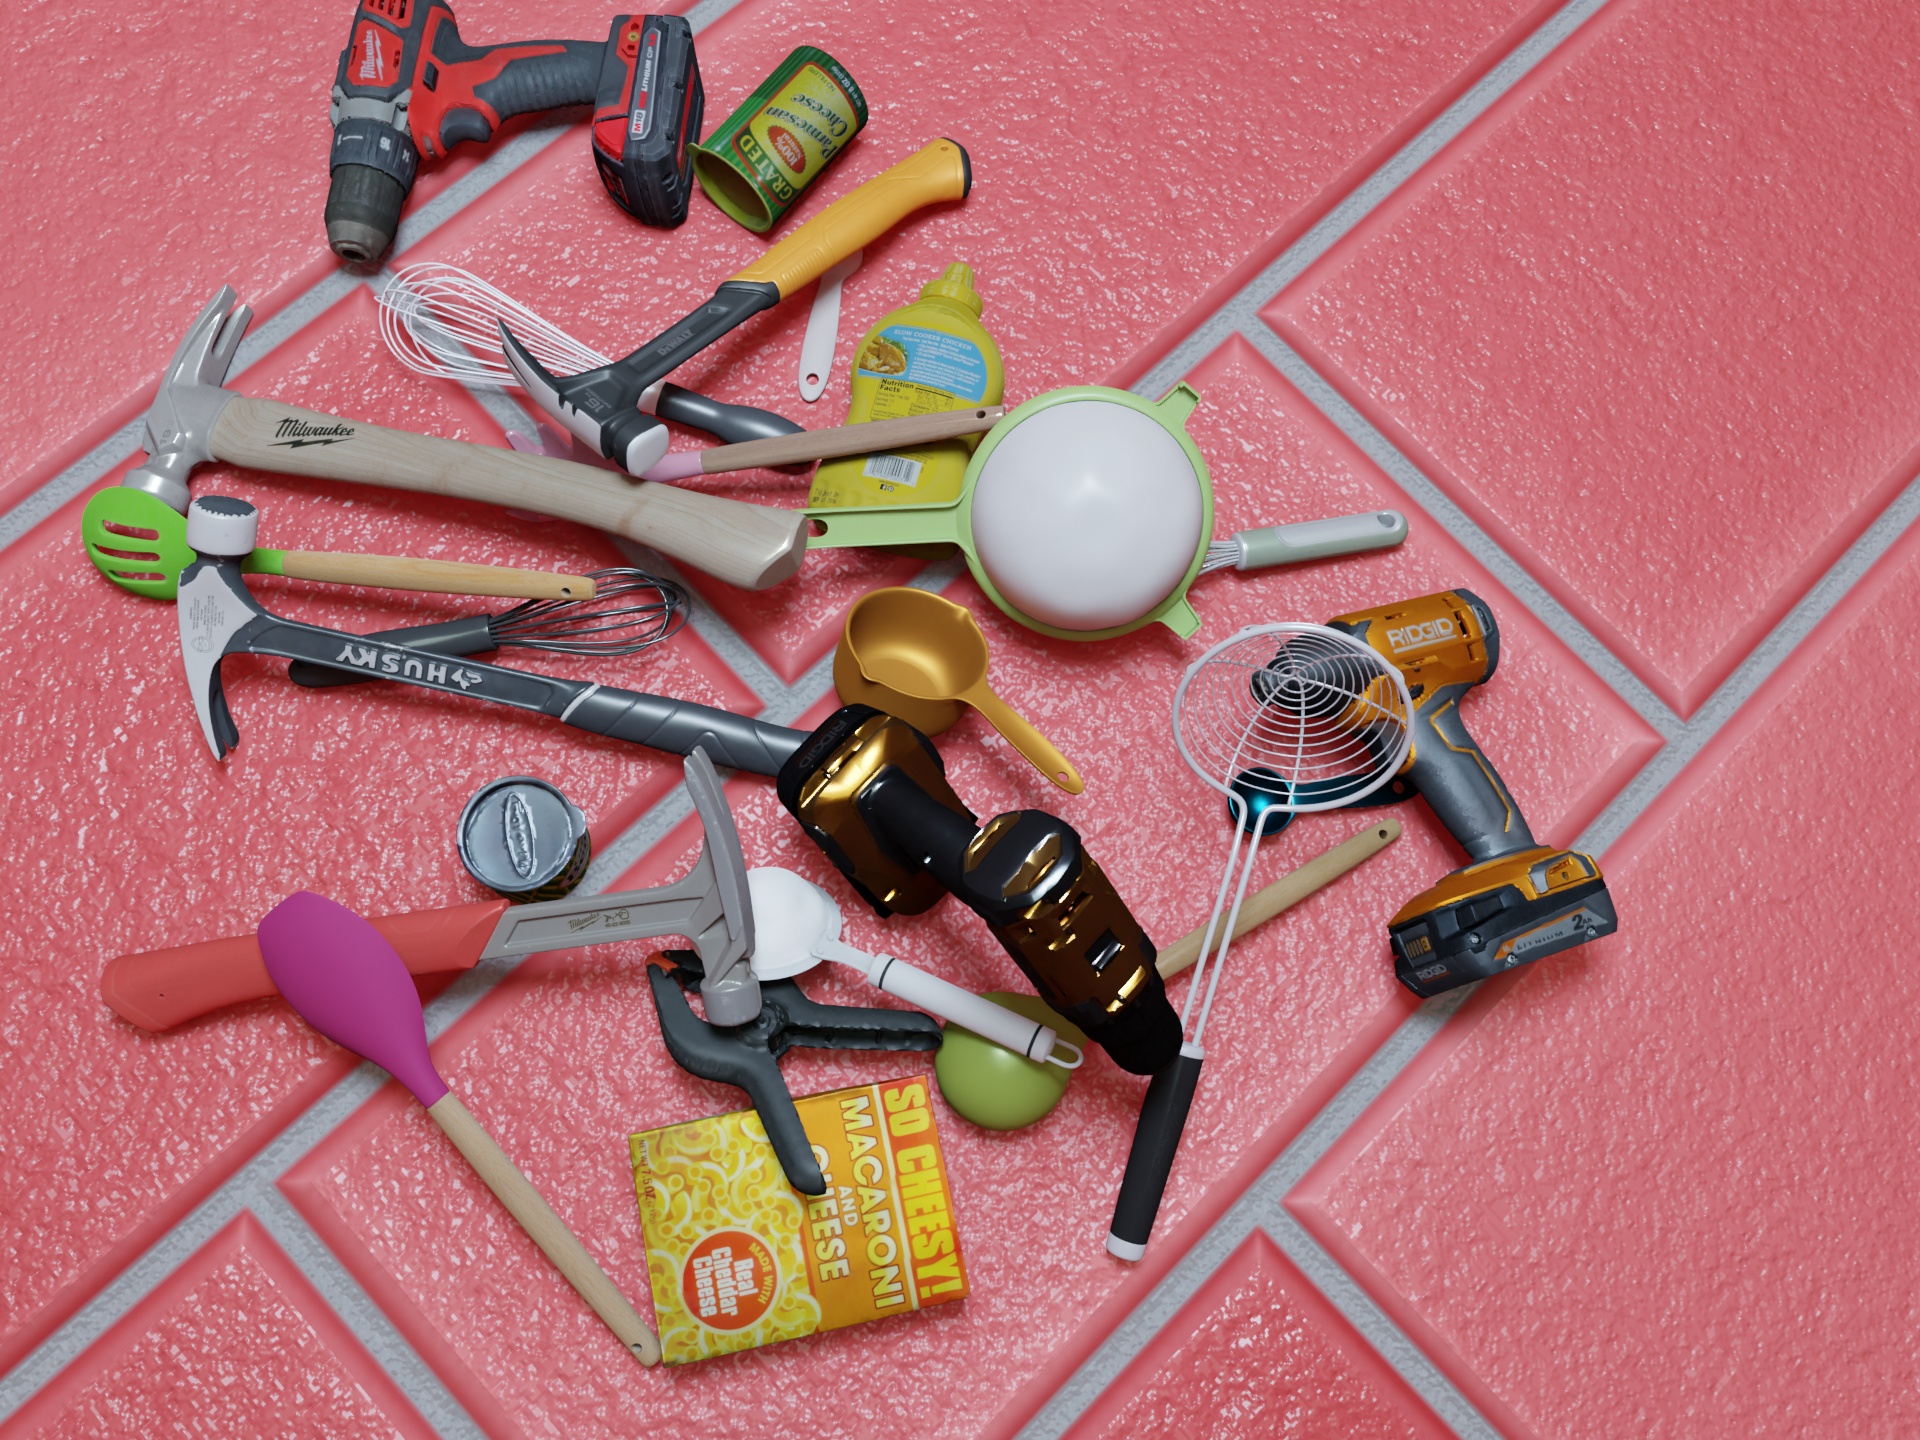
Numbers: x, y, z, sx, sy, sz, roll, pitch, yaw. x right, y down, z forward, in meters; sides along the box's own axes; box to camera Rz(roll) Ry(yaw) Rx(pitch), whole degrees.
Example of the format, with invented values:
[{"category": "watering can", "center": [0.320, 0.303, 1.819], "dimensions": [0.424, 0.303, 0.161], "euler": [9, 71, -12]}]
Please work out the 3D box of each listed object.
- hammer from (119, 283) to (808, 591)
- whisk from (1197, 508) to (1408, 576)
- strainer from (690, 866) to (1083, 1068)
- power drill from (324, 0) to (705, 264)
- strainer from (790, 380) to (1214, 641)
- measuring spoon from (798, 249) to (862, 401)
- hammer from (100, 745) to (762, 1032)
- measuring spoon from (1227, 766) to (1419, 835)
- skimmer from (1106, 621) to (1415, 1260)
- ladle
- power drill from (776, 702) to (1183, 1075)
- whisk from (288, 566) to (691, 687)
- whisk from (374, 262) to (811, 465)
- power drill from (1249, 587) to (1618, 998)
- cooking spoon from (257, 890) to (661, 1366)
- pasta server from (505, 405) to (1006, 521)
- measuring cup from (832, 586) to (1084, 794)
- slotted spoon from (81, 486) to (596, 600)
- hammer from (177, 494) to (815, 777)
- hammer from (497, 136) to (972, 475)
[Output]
[{"category": "hammer", "center": [-0.285, -0.155, 0.938], "dimensions": [0.410, 0.038, 0.146], "euler": [13, 74, 9]}, {"category": "whisk", "center": [0.165, -0.105, 0.989], "dimensions": [0.246, 0.059, 0.058], "euler": [-10, 56, -11]}, {"category": "strainer", "center": [-0.050, 0.133, 0.881], "dimensions": [0.258, 0.050, 0.087], "euler": [22, 41, 15]}, {"category": "power drill", "center": [-0.288, -0.370, 1.009], "dimensions": [0.226, 0.080, 0.188], "euler": [6, 75, 0]}, {"category": "strainer", "center": [0.021, -0.110, 0.906], "dimensions": [0.256, 0.069, 0.151], "euler": [-3, 107, 0]}, {"category": "measuring spoon", "center": [-0.087, -0.264, 1.024], "dimensions": [0.034, 0.018, 0.124], "euler": [9, 76, -2]}, {"category": "hammer", "center": [-0.291, 0.111, 0.858], "dimensions": [0.359, 0.037, 0.149], "euler": [-8, 103, 6]}, {"category": "measuring spoon", "center": [0.221, 0.047, 0.972], "dimensions": [0.128, 0.021, 0.042], "euler": [-5, 75, -15]}, {"category": "skimmer", "center": [0.141, 0.126, 0.857], "dimensions": [0.127, 0.090, 0.363], "euler": [16, 92, 1]}, {"category": "ladle", "center": [0.127, 0.138, 0.933], "dimensions": [0.320, 0.062, 0.078], "euler": [-28, 81, -17]}, {"category": "power drill", "center": [0.017, 0.094, 0.851], "dimensions": [0.084, 0.185, 0.226], "euler": [-47, 40, -14]}, {"category": "whisk", "center": [-0.279, -0.049, 0.943], "dimensions": [0.239, 0.055, 0.055], "euler": [-11, 77, -3]}, {"category": "whisk", "center": [-0.223, -0.214, 0.986], "dimensions": [0.284, 0.070, 0.070], "euler": [19, 75, -5]}, {"category": "power drill", "center": [0.268, 0.040, 0.928], "dimensions": [0.164, 0.084, 0.227], "euler": [-13, 74, -23]}, {"category": "cooking spoon", "center": [-0.263, 0.223, 0.851], "dimensions": [0.069, 0.017, 0.319], "euler": [-37, 95, 12]}, {"category": "pasta server", "center": [-0.130, -0.161, 0.950], "dimensions": [0.316, 0.040, 0.060], "euler": [-7, 75, 10]}, {"category": "measuring cup", "center": [-0.001, -0.003, 0.930], "dimensions": [0.174, 0.052, 0.095], "euler": [42, 48, 13]}, {"category": "slotted spoon", "center": [-0.366, -0.091, 0.923], "dimensions": [0.314, 0.031, 0.070], "euler": [6, 118, 4]}, {"category": "hammer", "center": [-0.242, -0.010, 0.919], "dimensions": [0.409, 0.036, 0.149], "euler": [13, 111, -7]}, {"category": "hammer", "center": [-0.119, -0.277, 0.979], "dimensions": [0.127, 0.034, 0.337], "euler": [39, 62, 18]}]
